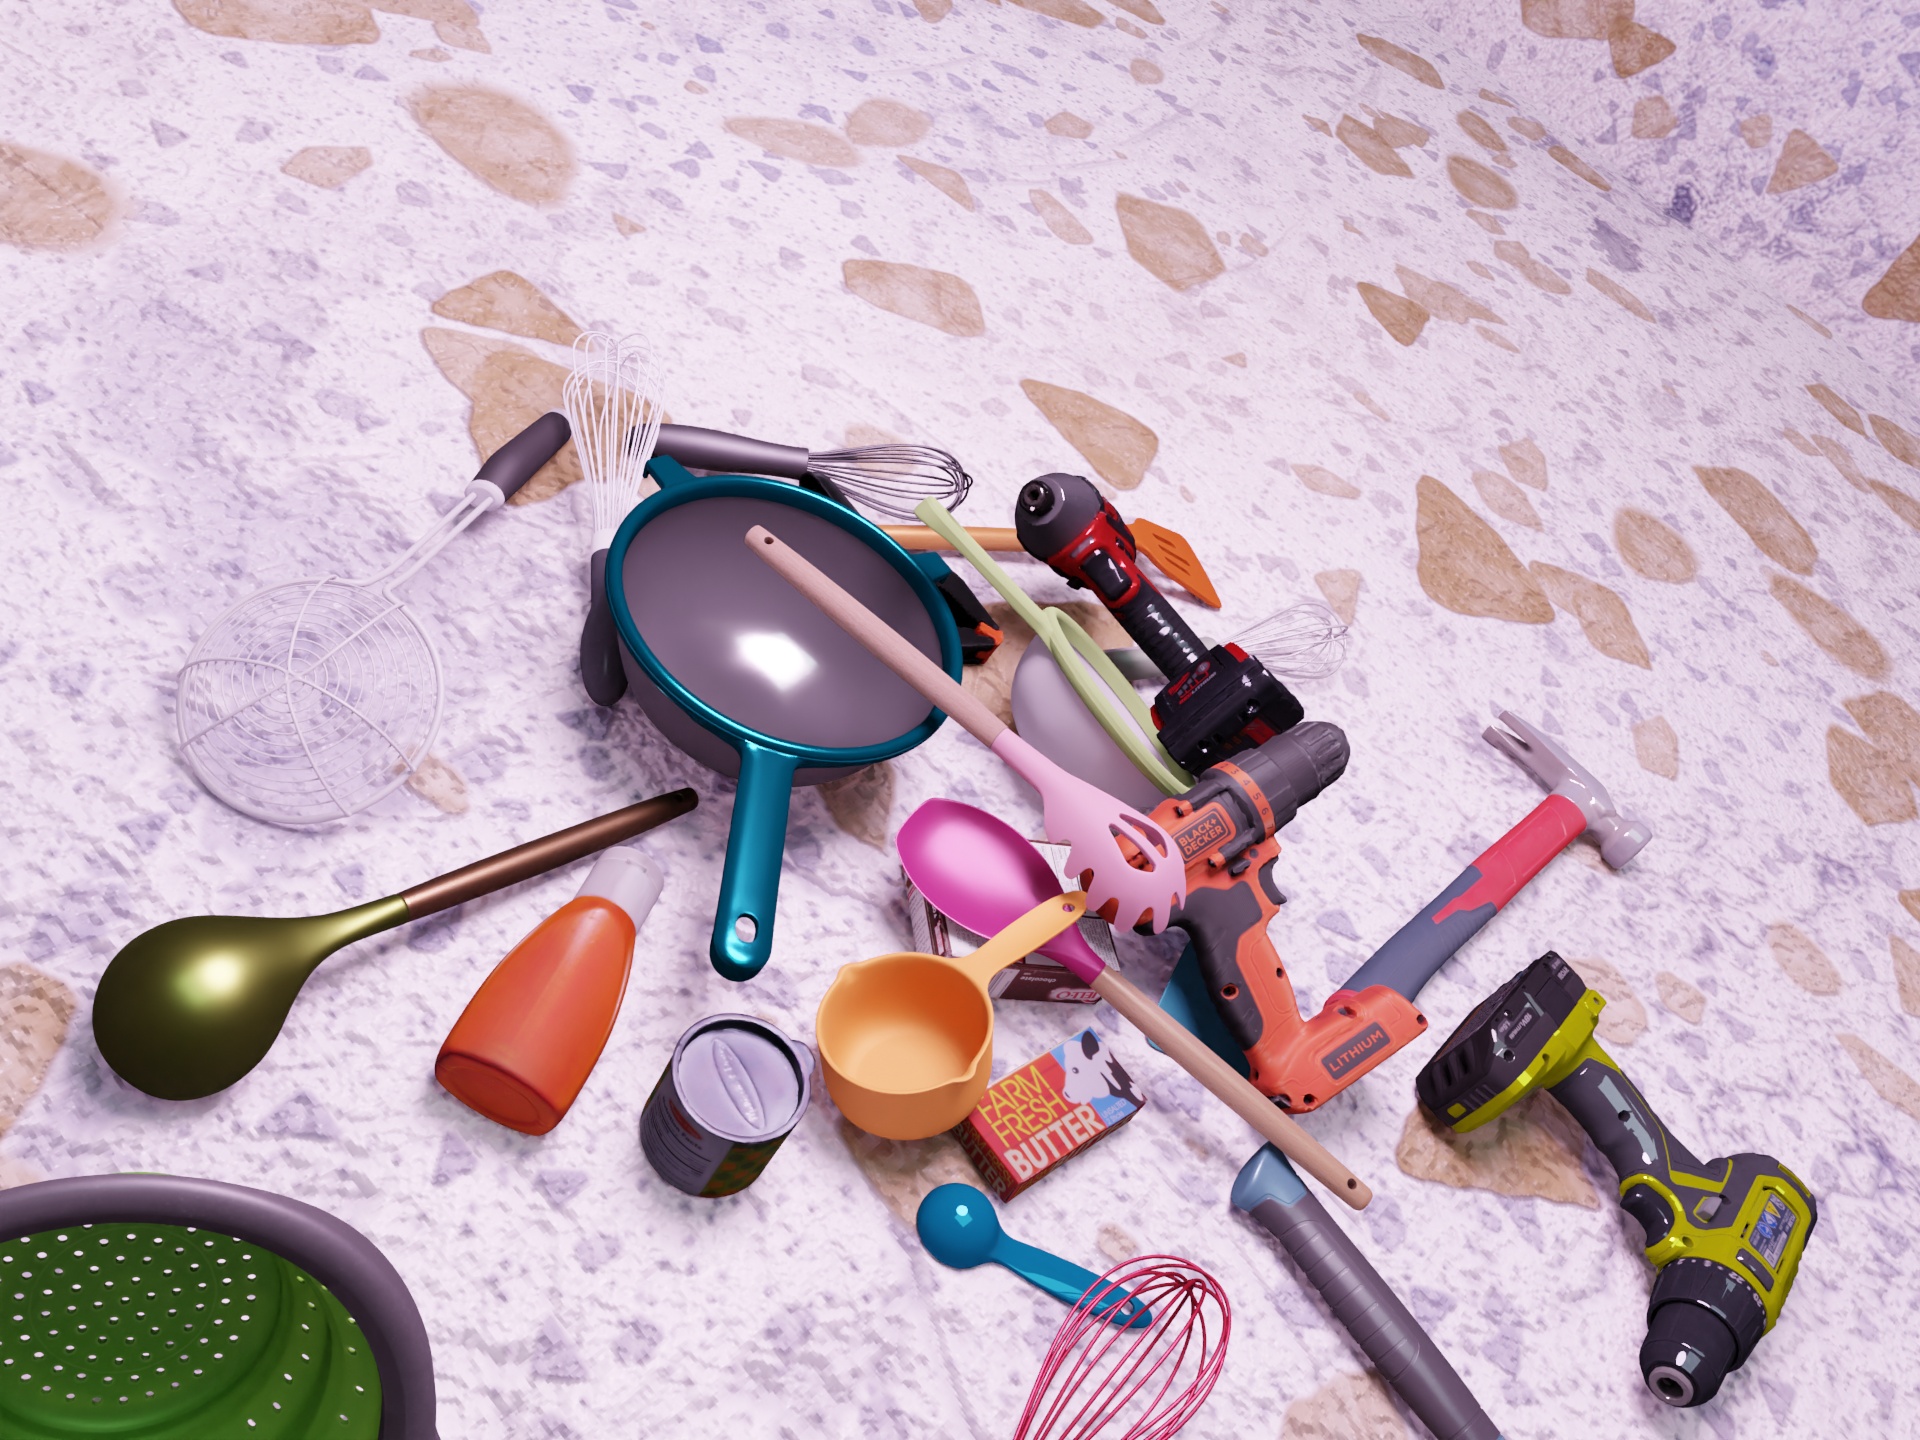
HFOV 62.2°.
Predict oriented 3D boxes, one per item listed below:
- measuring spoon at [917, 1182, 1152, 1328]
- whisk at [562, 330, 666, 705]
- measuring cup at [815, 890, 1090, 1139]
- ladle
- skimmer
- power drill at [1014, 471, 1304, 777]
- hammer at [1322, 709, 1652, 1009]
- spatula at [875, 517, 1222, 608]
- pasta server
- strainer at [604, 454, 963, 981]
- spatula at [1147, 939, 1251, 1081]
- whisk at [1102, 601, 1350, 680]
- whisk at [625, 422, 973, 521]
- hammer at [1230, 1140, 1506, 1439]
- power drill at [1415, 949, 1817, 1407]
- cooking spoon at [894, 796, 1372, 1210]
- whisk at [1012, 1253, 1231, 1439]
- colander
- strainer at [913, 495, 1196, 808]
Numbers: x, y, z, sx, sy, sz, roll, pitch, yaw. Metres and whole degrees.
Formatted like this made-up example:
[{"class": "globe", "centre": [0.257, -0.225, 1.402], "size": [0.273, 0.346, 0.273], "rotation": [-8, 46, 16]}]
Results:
[{"class": "measuring spoon", "centre": [0.040, 0.261, 0.775], "size": [0.128, 0.021, 0.042], "rotation": [27, 42, -3]}, {"class": "whisk", "centre": [-0.214, -0.130, 0.970], "size": [0.070, 0.070, 0.285], "rotation": [9, 55, -23]}, {"class": "measuring cup", "centre": [0.004, 0.147, 0.814], "size": [0.173, 0.052, 0.095], "rotation": [-30, 48, -32]}, {"class": "ladle", "centre": [-0.251, 0.089, 0.767], "size": [0.078, 0.062, 0.320], "rotation": [49, 38, 16]}, {"class": "skimmer", "centre": [-0.301, -0.079, 0.901], "size": [0.127, 0.090, 0.363], "rotation": [21, 32, -2]}, {"class": "power drill", "centre": [0.116, -0.069, 1.019], "size": [0.220, 0.078, 0.143], "rotation": [53, 11, 21]}, {"class": "hammer", "centre": [0.345, 0.106, 1.091], "size": [0.143, 0.038, 0.386], "rotation": [46, 44, 18]}, {"class": "spatula", "centre": [0.054, -0.124, 1.156], "size": [0.322, 0.041, 0.081], "rotation": [-1, 50, -26]}, {"class": "pasta server", "centre": [-0.001, -0.003, 0.865], "size": [0.316, 0.040, 0.060], "rotation": [40, 55, 13]}, {"class": "strainer", "centre": [-0.113, 0.012, 0.874], "size": [0.211, 0.095, 0.341], "rotation": [18, 46, -17]}, {"class": "spatula", "centre": [0.163, 0.085, 1.019], "size": [0.082, 0.044, 0.318], "rotation": [21, 38, -10]}, {"class": "whisk", "centre": [0.186, -0.050, 1.144], "size": [0.246, 0.058, 0.059], "rotation": [-7, 84, -30]}, {"class": "whisk", "centre": [-0.108, -0.175, 1.086], "size": [0.239, 0.055, 0.055], "rotation": [7, 46, -13]}, {"class": "hammer", "centre": [0.252, 0.356, 0.801], "size": [0.128, 0.033, 0.331], "rotation": [-21, 62, -41]}, {"class": "power drill", "centre": [0.385, 0.266, 0.934], "size": [0.229, 0.080, 0.190], "rotation": [47, 44, 14]}, {"class": "cooking spoon", "centre": [0.094, 0.154, 0.858], "size": [0.319, 0.017, 0.069], "rotation": [40, 58, 5]}, {"class": "whisk", "centre": [0.022, 0.332, 0.676], "size": [0.073, 0.073, 0.296], "rotation": [44, 50, 14]}, {"class": "colander", "centre": [-0.223, 0.257, 0.573], "size": [0.396, 0.204, 0.095], "rotation": [28, 4, -27]}, {"class": "strainer", "centre": [0.043, -0.027, 0.969], "size": [0.256, 0.069, 0.152], "rotation": [45, 14, -23]}]
